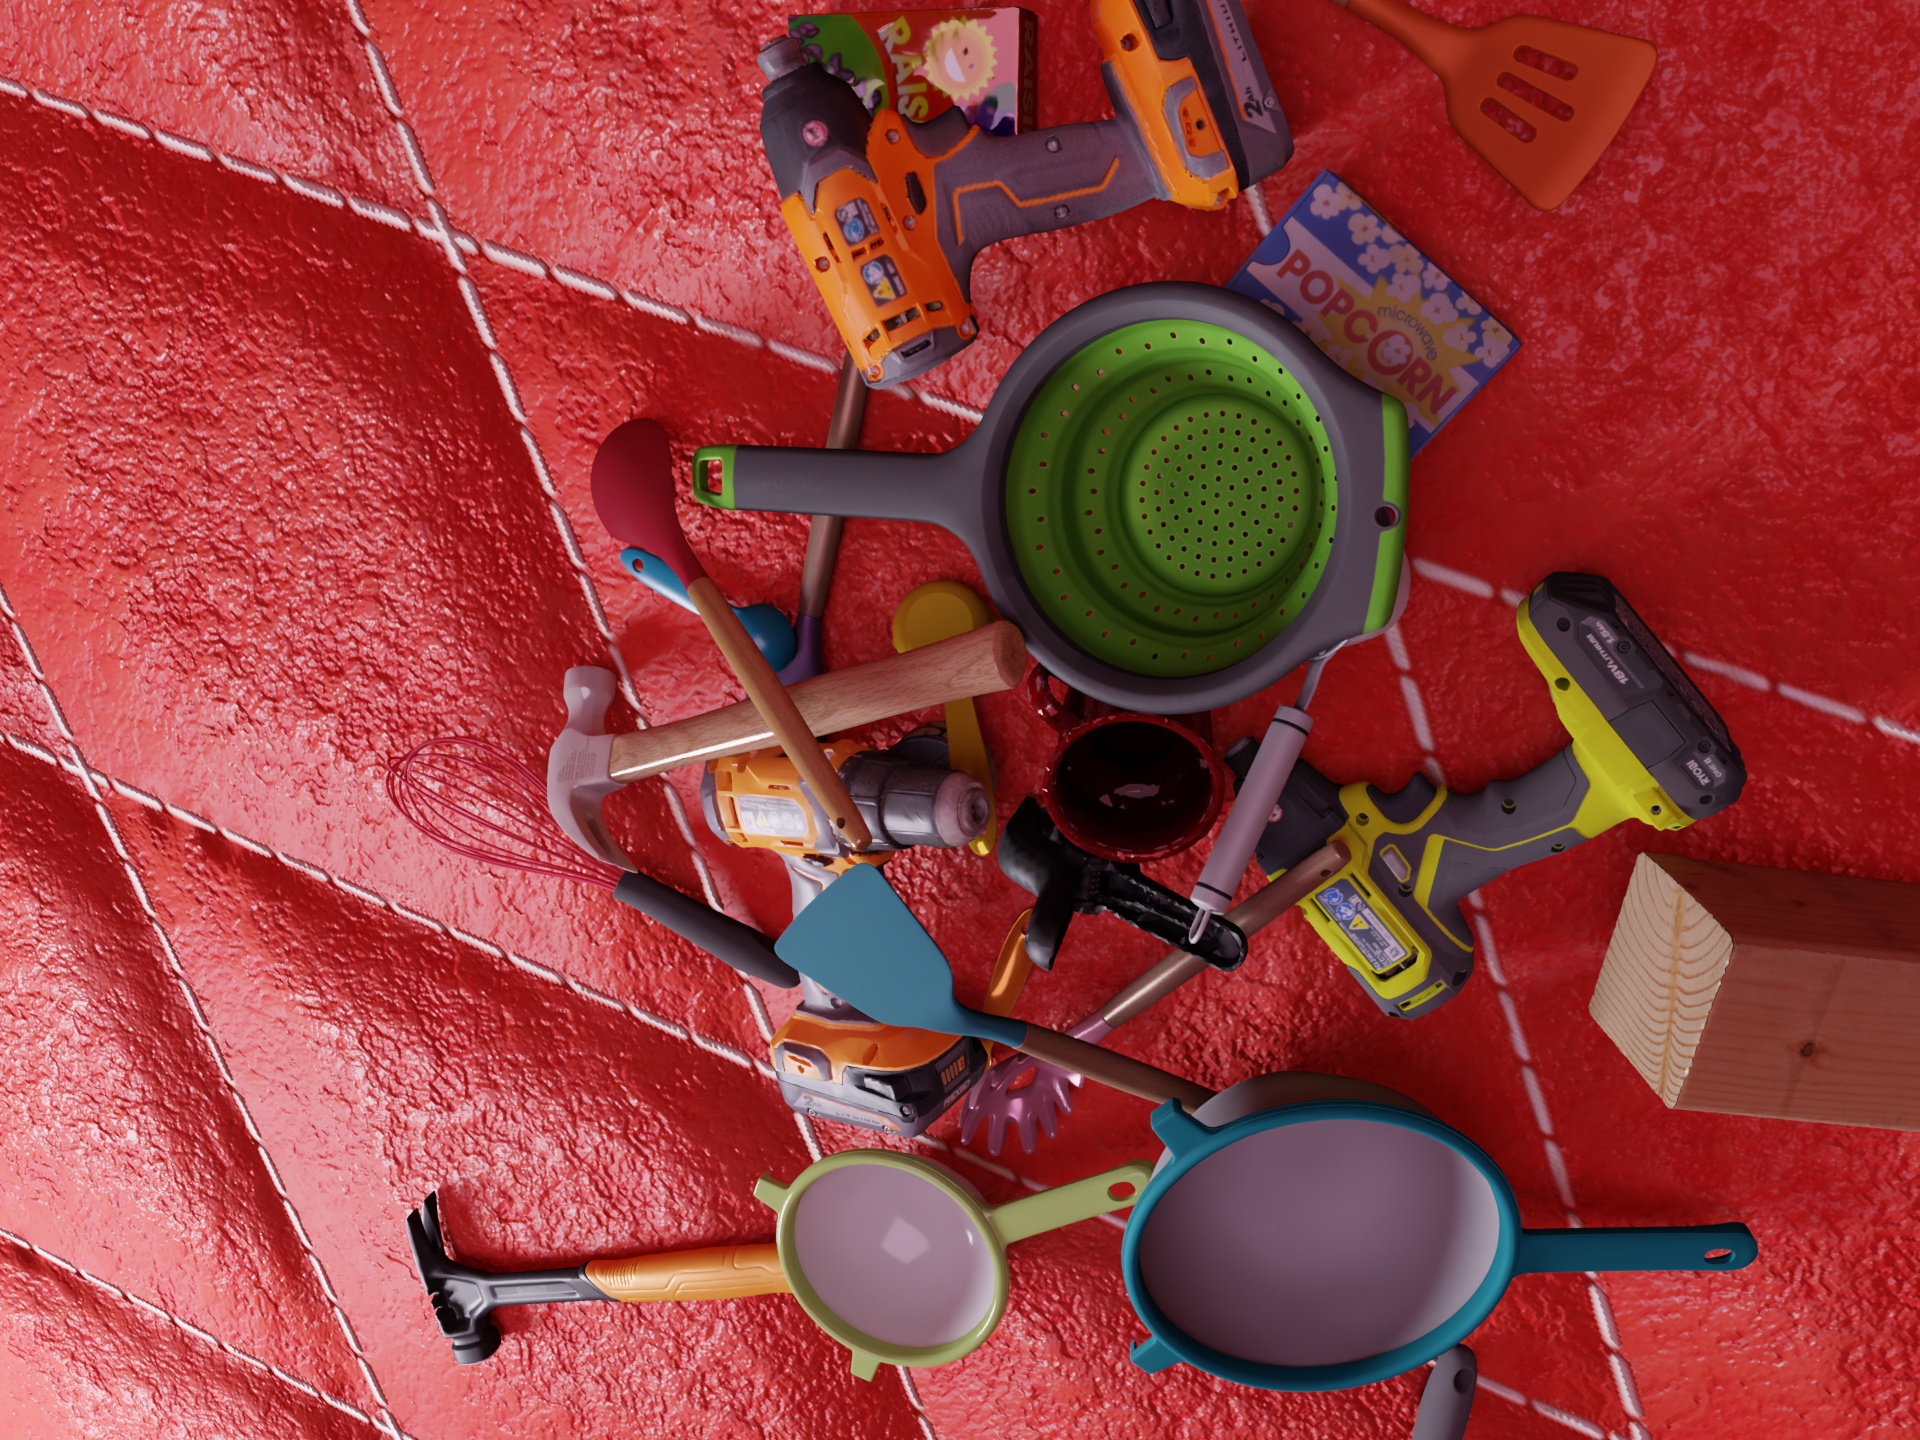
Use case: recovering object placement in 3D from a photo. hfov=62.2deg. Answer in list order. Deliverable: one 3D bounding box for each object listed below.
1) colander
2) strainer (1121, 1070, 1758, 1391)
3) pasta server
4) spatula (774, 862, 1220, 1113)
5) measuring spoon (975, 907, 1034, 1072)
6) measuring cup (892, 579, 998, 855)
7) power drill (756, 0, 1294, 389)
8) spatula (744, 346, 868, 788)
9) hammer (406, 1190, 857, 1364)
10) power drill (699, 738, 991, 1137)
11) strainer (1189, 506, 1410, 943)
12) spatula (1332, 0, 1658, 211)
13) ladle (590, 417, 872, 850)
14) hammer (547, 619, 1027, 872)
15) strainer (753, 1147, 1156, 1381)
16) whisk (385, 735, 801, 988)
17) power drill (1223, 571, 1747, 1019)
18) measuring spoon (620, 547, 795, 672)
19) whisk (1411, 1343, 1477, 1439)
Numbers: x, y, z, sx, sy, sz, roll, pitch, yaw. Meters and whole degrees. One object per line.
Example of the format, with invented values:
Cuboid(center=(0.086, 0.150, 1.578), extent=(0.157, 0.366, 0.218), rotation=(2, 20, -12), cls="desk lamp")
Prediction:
Cuboid(center=(0.042, -0.120, 0.830), extent=(0.397, 0.094, 0.204), rotation=(8, 103, 27), cls="colander")
Cuboid(center=(0.256, 0.265, 0.883), extent=(0.340, 0.095, 0.210), rotation=(0, 118, -1), cls="strainer")
Cuboid(center=(0.102, 0.159, 0.887), extent=(0.060, 0.040, 0.316), rotation=(27, 130, -24), cls="pasta server")
Cuboid(center=(0.050, 0.168, 0.864), extent=(0.317, 0.044, 0.082), rotation=(27, 123, -30), cls="spatula")
Cuboid(center=(0.027, 0.163, 0.962), extent=(0.021, 0.011, 0.117), rotation=(23, 108, 10), cls="measuring spoon")
Cuboid(center=(-0.001, -0.003, 0.879), extent=(0.062, 0.029, 0.156), rotation=(-11, 82, 6), cls="measuring cup")
Cuboid(center=(0.022, -0.277, 0.746), extent=(0.226, 0.084, 0.164), rotation=(-26, 108, 5), cls="power drill")
Cuboid(center=(-0.084, -0.087, 0.915), extent=(0.060, 0.018, 0.315), rotation=(20, 112, 16), cls="spatula")
Cuboid(center=(-0.227, 0.377, 1.094), extent=(0.337, 0.034, 0.127), rotation=(-10, 104, 20), cls="hammer")
Cuboid(center=(-0.048, 0.119, 0.905), extent=(0.185, 0.084, 0.226), rotation=(1, 111, 37), cls="power drill")
Cuboid(center=(0.170, -0.006, 0.792), extent=(0.050, 0.087, 0.258), rotation=(28, 84, -13), cls="strainer")
Cuboid(center=(0.163, -0.353, 0.742), extent=(0.322, 0.041, 0.081), rotation=(34, 114, 6), cls="spatula")
Cuboid(center=(-0.129, -0.053, 0.853), extent=(0.069, 0.031, 0.316), rotation=(-49, 60, 25), cls="ladle")
Cuboid(center=(-0.108, 0.002, 0.869), extent=(0.331, 0.031, 0.130), rotation=(-14, 64, 34), cls="hammer")
Cuboid(center=(0.010, 0.300, 0.975), extent=(0.256, 0.069, 0.151), rotation=(-24, 98, 22), cls="strainer")
Cuboid(center=(-0.228, 0.091, 0.997), extent=(0.296, 0.073, 0.073), rotation=(28, 113, 3), cls="whisk")
Cuboid(center=(0.258, 0.032, 0.811), extent=(0.223, 0.080, 0.171), rotation=(-39, 92, 27), cls="power drill")
Cuboid(center=(-0.154, -0.067, 0.933), extent=(0.129, 0.021, 0.042), rotation=(31, 117, 15), cls="measuring spoon")
Cuboid(center=(0.271, 0.478, 0.961), extent=(0.055, 0.055, 0.239), rotation=(14, 106, 13), cls="whisk")
